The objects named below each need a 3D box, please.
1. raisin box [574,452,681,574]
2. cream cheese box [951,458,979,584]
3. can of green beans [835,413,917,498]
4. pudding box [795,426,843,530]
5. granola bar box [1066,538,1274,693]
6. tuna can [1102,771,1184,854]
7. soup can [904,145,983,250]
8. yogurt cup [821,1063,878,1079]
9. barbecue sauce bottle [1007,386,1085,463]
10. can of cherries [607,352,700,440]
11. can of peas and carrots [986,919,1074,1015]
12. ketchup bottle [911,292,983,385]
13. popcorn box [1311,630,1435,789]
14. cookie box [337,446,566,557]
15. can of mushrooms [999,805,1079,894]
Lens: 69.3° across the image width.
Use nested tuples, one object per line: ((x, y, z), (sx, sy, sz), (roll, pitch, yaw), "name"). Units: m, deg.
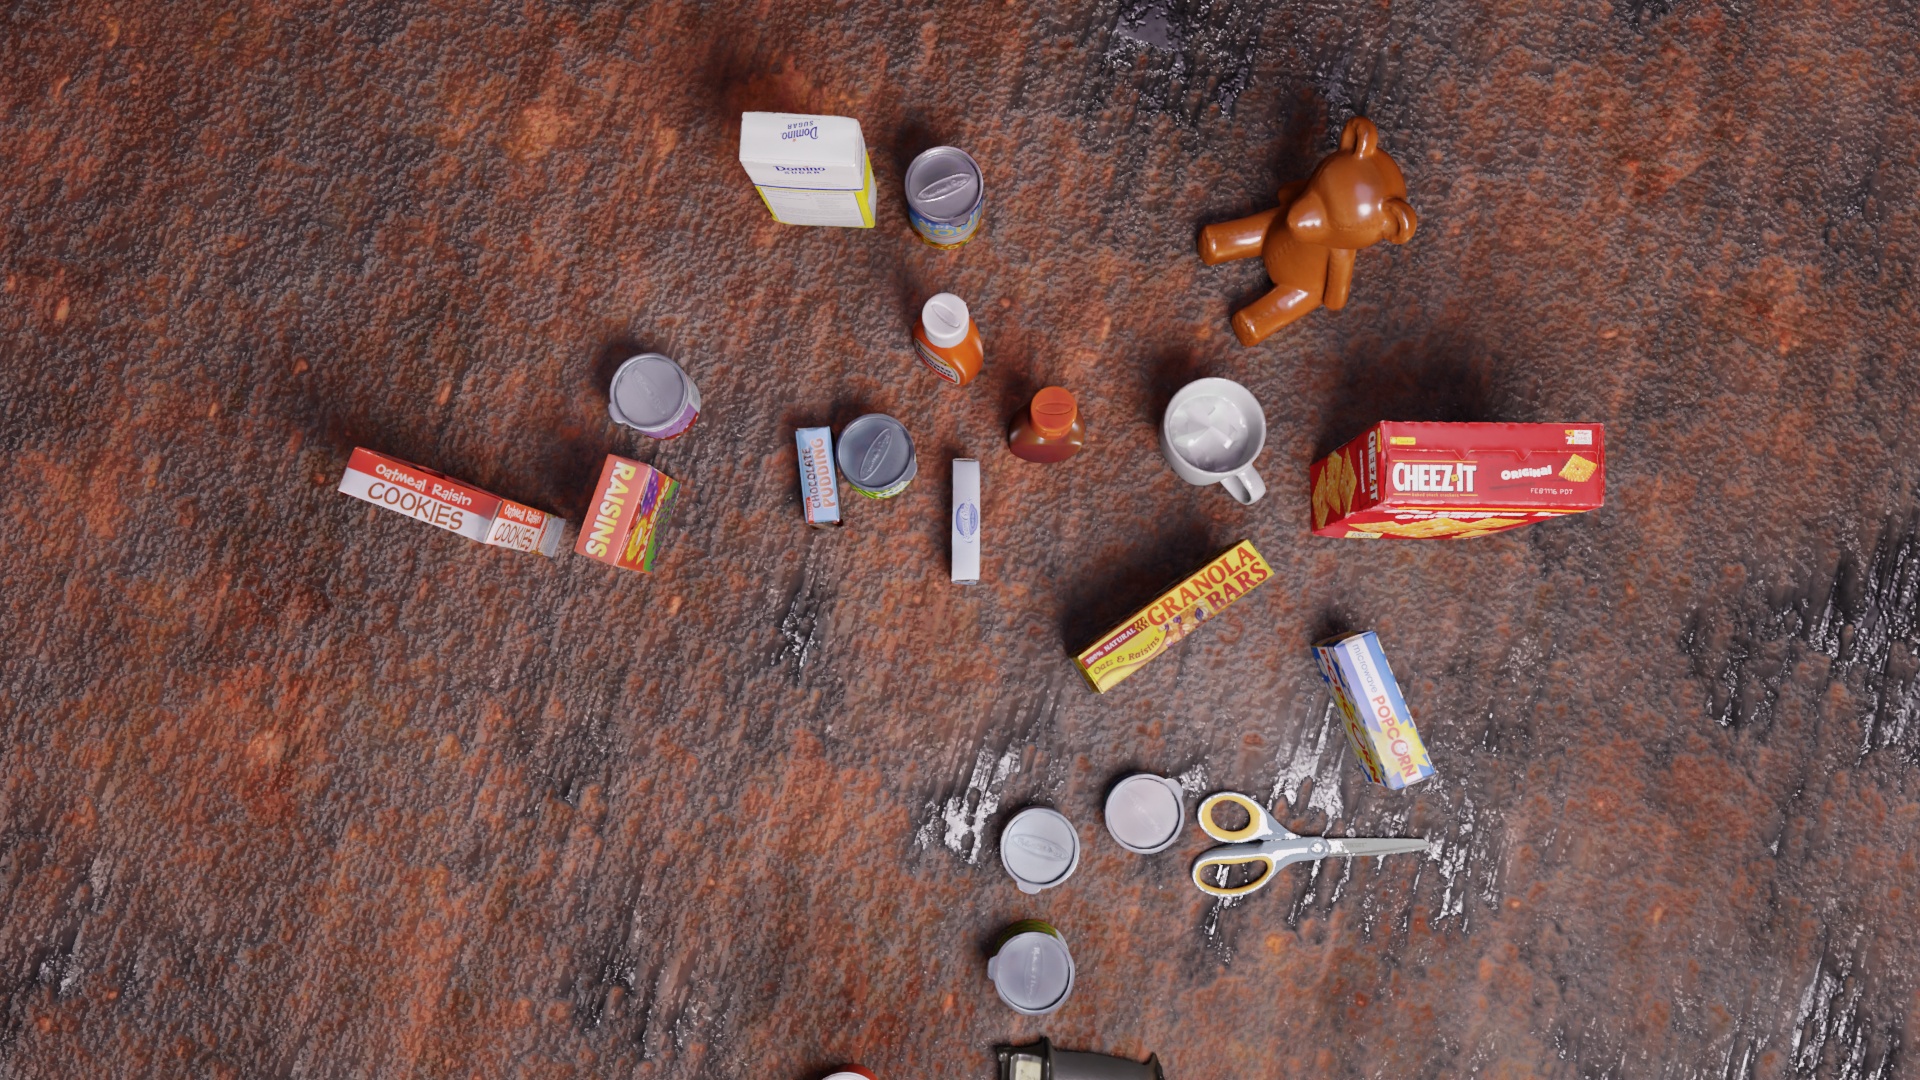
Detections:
((-0.272, -0.019, 1.148), (0.040, 0.123, 0.086), (19, 85, 2), "raisin box")
((0.004, -0.015, 1.182), (0.024, 0.053, 0.104), (0, 85, 0), "cream cheese box")
((-0.071, -0.071, 1.185), (0.071, 0.058, 0.071), (0, 85, 0), "can of green beans")
((-0.120, -0.053, 1.188), (0.030, 0.049, 0.083), (-7, 85, 0), "pudding box")
((0.167, 0.063, 1.138), (0.166, 0.124, 0.039), (-35, 86, -3), "granola bar box")
((0.155, 0.226, 1.168), (0.071, 0.033, 0.071), (0, 85, 0), "tuna can")
((-0.013, -0.290, 1.193), (0.071, 0.083, 0.071), (0, 85, 0), "soup can")
((-0.092, 0.463, 1.135), (0.072, 0.054, 0.072), (0, 85, 0), "yogurt cup")
((0.072, -0.095, 1.142), (0.065, 0.148, 0.043), (0, 85, 0), "barbecue sauce bottle")
((-0.263, -0.121, 1.190), (0.071, 0.058, 0.071), (0, 85, 0), "can of cherries")
((0.057, 0.350, 1.144), (0.071, 0.058, 0.071), (0, 85, 0), "can of peas and carrots")
((-0.011, -0.169, 1.149), (0.065, 0.148, 0.043), (39, 86, 3), "ketchup bottle")
((0.339, 0.138, 1.150), (0.038, 0.085, 0.126), (-22, 85, -2), "popcorn box")
((-0.406, -0.029, 1.127), (0.123, 0.167, 0.040), (19, 86, 2), "cookie box")
((0.065, 0.259, 1.165), (0.071, 0.033, 0.071), (0, 85, 0), "can of mushrooms")
